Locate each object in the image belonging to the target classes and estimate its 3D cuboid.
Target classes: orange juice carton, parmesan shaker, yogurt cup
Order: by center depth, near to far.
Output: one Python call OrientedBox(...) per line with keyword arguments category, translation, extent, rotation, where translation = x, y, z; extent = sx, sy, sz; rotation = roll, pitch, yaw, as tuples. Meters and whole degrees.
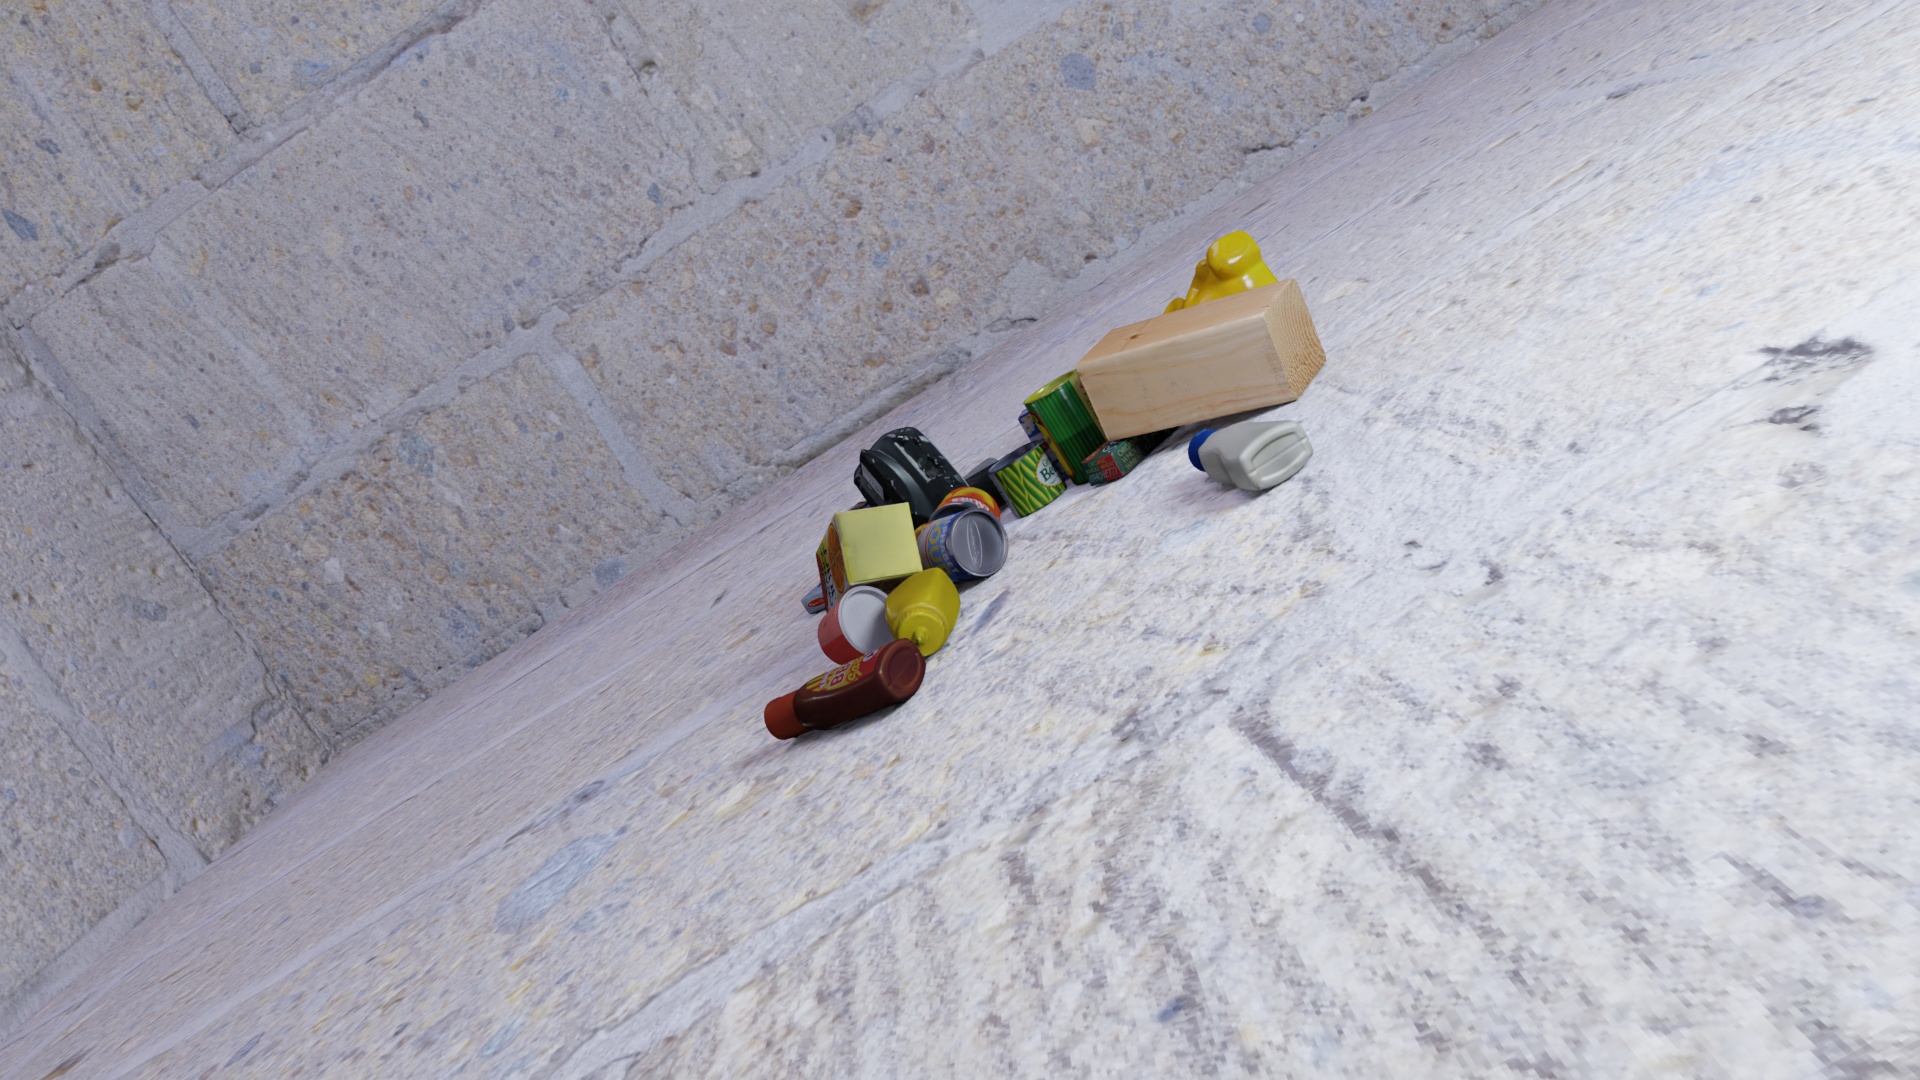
OrientedBox(category="yogurt cup", translation=(-0.095, 0.082, 1.279), extent=(0.053, 0.072, 0.073), rotation=(-33, 7, 46))
OrientedBox(category="orange juice carton", translation=(-0.096, 0.027, 1.372), extent=(0.073, 0.072, 0.192), rotation=(-9, -13, -16))
OrientedBox(category="parmesan shaker", translation=(0.119, -0.116, 1.445), extent=(0.071, 0.103, 0.071), rotation=(-31, 10, 6))

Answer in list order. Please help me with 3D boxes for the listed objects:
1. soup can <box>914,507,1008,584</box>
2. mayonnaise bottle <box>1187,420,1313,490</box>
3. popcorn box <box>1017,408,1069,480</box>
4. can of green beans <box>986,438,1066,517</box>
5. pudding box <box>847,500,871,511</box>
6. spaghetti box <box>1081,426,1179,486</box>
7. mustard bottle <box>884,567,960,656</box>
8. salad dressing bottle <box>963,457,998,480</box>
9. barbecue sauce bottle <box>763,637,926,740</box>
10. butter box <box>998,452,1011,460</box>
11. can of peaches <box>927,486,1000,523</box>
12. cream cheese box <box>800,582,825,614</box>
OrientedBox(category="soup can", translation=(-0.006, 0.008, 1.336), extent=(0.072, 0.071, 0.083), rotation=(-39, 12, -32))
OrientedBox(category="mayonnaise bottle", translation=(0.225, -0.070, 1.115), extent=(0.065, 0.041, 0.148), rotation=(-32, 10, -7))
OrientedBox(category="popcorn box", translation=(0.137, -0.129, 1.499), extent=(0.126, 0.085, 0.038), rotation=(-29, 12, 17))
OrientedBox(category="can of green beans", translation=(0.071, -0.065, 1.473), extent=(0.071, 0.057, 0.071), rotation=(-31, 11, 7))
OrientedBox(category="pudding box", translation=(-0.099, -0.005, 1.611), extent=(0.030, 0.083, 0.049), rotation=(-36, 11, -18))
OrientedBox(category="spaghetti box", translation=(0.216, -0.134, 1.447), extent=(0.251, 0.028, 0.050), rotation=(-40, 14, -36))
OrientedBox(category="mustard bottle", translation=(-0.034, 0.068, 1.203), extent=(0.065, 0.048, 0.160), rotation=(-31, 12, 8))
OrientedBox(category="salad dressing bottle", translation=(-0.005, -0.039, 1.612), extent=(0.148, 0.044, 0.064), rotation=(-39, 14, -27))
OrientedBox(category="barbecue sauce bottle", translation=(-0.099, 0.127, 1.139), extent=(0.148, 0.043, 0.065), rotation=(-25, 14, 34))
OrientedBox(category="butter box", translation=(0.068, -0.089, 1.676), extent=(0.053, 0.024, 0.103), rotation=(-37, 12, -25))
OrientedBox(category="can of peaches", translation=(0.005, -0.018, 1.420), extent=(0.071, 0.071, 0.058), rotation=(-28, 11, 21))
OrientedBox(category="cream cheese box", translation=(-0.139, 0.047, 1.654), extent=(0.053, 0.024, 0.104), rotation=(-21, 16, 41))
